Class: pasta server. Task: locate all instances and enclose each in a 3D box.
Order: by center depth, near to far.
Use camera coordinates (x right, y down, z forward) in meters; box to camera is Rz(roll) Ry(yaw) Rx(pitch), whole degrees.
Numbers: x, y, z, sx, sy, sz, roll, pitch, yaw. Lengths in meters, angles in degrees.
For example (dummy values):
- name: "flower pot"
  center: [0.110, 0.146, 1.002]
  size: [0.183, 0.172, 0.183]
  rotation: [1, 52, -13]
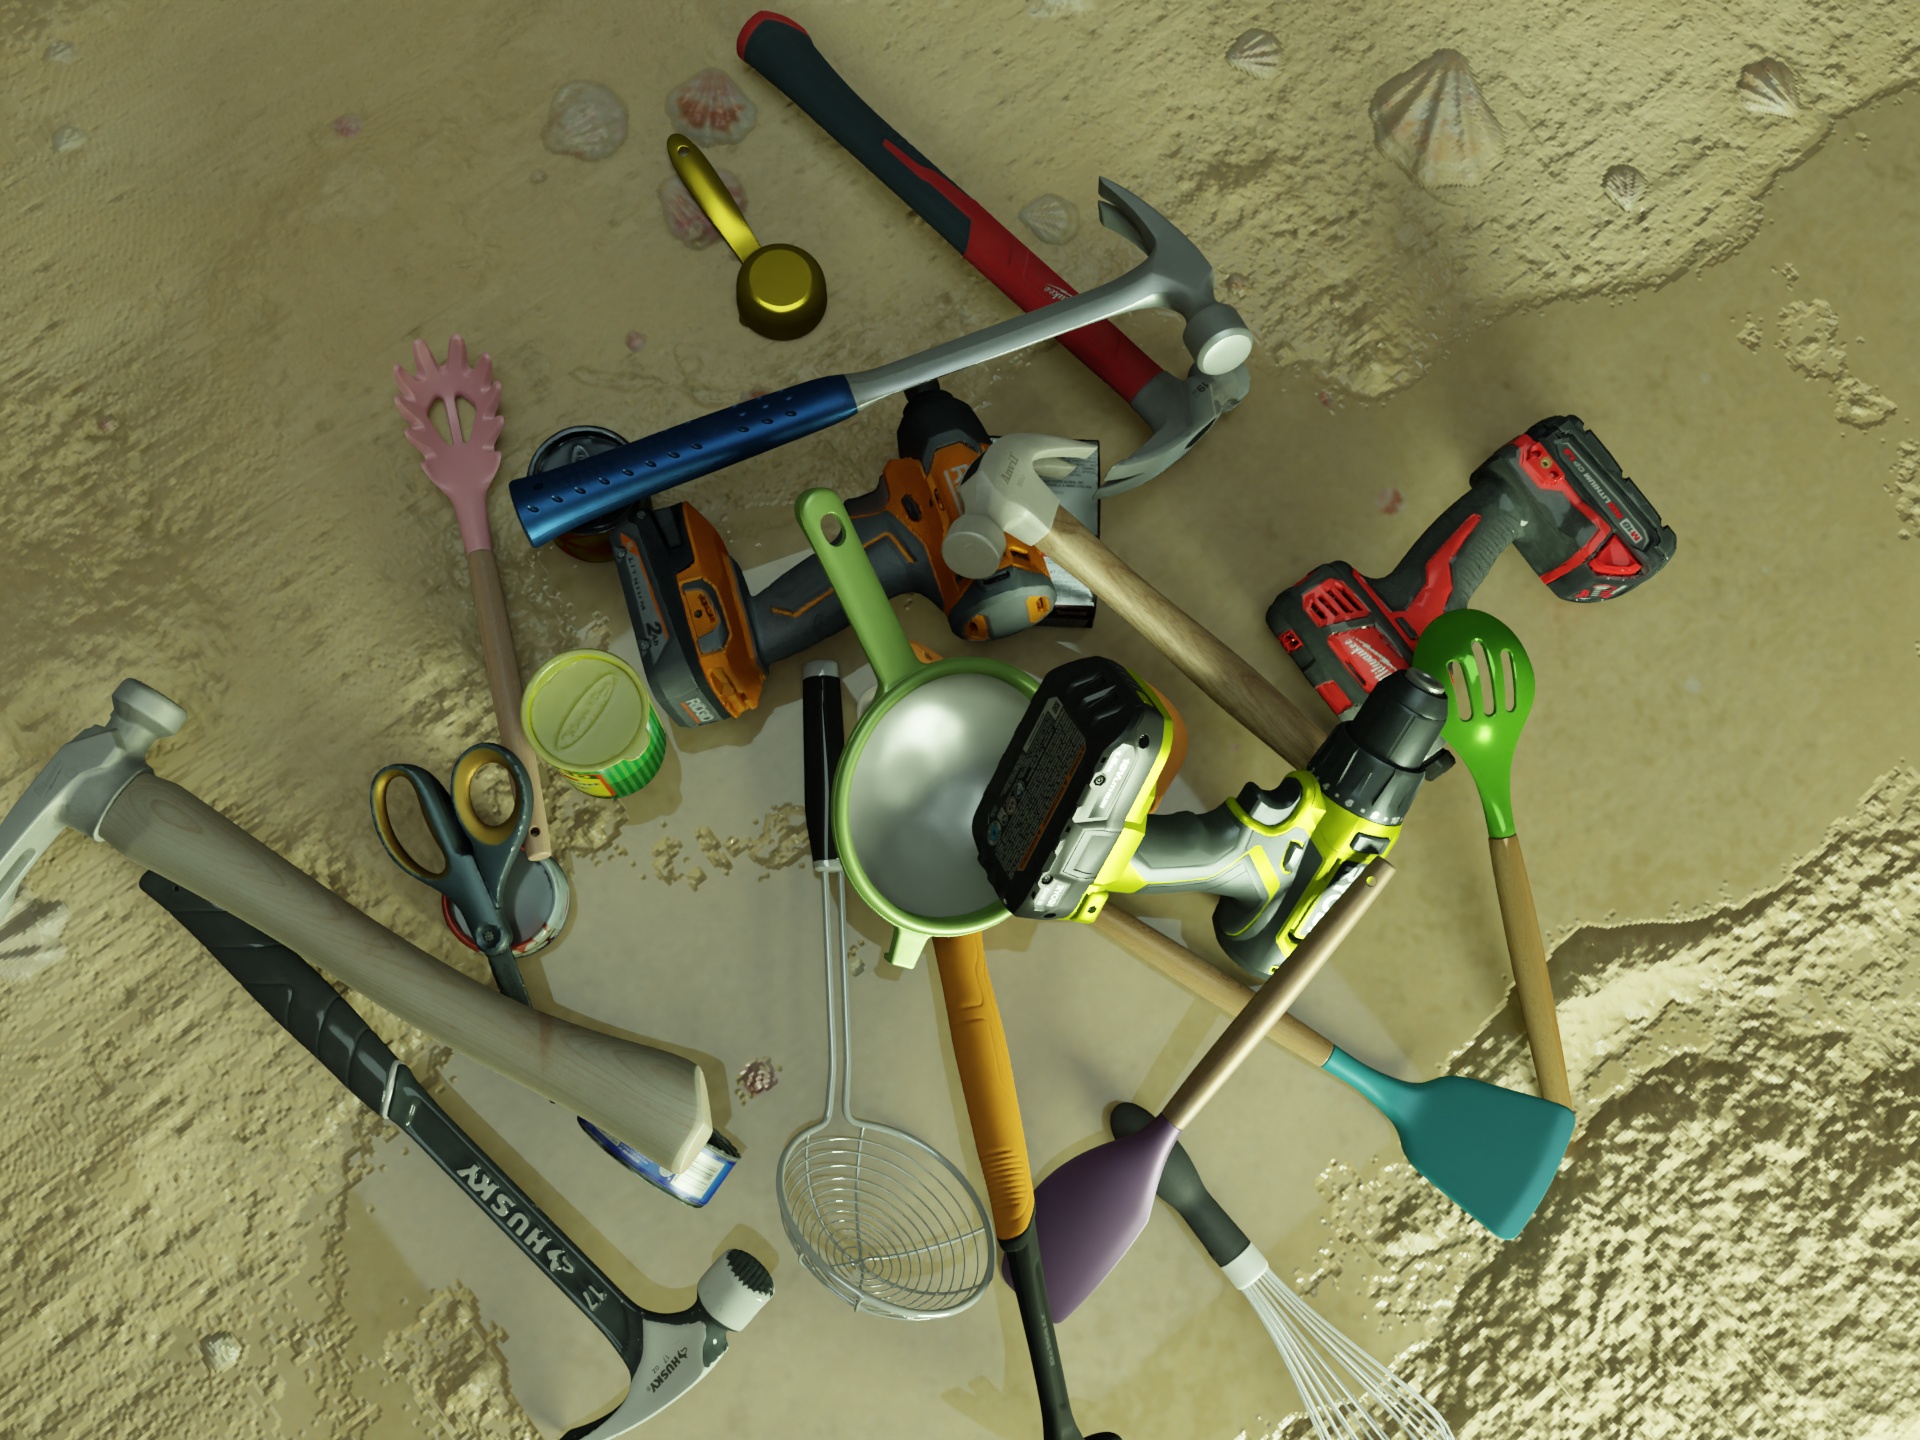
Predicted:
- name: "pasta server"
  center: [-0.271, -0.073, 0.909]
  size: [0.060, 0.040, 0.316]
  rotation: [-11, 73, -15]

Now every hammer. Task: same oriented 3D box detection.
- name: "hammer"
  center: [-0.314, 0.127, 0.820]
  size: [0.411, 0.038, 0.146]
  rotation: [27, 71, 11]
- name: "hammer"
  center: [0.021, 0.241, 0.843]
  size: [0.034, 0.127, 0.337]
  rotation: [-20, 68, 19]
- name: "hammer"
  center: [-0.293, 0.216, 0.853]
  size: [0.409, 0.036, 0.149]
  rotation: [42, 97, 8]
- name: "hammer"
  center: [-0.053, -0.189, 0.884]
  size: [0.405, 0.035, 0.144]
  rotation: [-21, 60, -5]
- name: "hammer"
  center: [0.131, -0.042, 0.896]
  size: [0.331, 0.031, 0.130]
  rotation: [38, 44, -20]
- name: "hammer"
  center: [-0.003, -0.296, 0.976]
  size: [0.386, 0.038, 0.143]
  rotation: [43, 55, 7]

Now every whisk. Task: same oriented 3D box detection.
- name: "whisk"
  center: [0.177, 0.326, 0.873]
  size: [0.070, 0.070, 0.285]
  rotation: [-38, 80, -11]

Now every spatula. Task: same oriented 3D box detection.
- name: "spatula"
  center: [0.130, 0.197, 0.867]
  size: [0.060, 0.018, 0.316]
  rotation: [40, 97, 15]
- name: "spatula"
  center: [0.191, 0.176, 0.910]
  size: [0.317, 0.044, 0.082]
  rotation: [31, 81, 3]

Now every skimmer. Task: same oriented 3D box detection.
- name: "skimmer"
  center: [-0.050, 0.135, 0.874]
  size: [0.127, 0.090, 0.363]
  rotation: [7, 72, -39]

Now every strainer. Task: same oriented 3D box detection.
- name: "strainer"
  center: [-0.035, -0.008, 0.847]
  size: [0.151, 0.069, 0.256]
  rotation: [-34, 112, -21]

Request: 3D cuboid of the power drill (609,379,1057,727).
- name: "power drill"
  center: [-0.076, -0.101, 0.906]
  size: [0.226, 0.084, 0.164]
  rotation: [-19, 70, 0]

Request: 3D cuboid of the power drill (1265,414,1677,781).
- name: "power drill"
  center: [0.308, -0.071, 0.958]
  size: [0.219, 0.078, 0.143]
  rotation: [-35, 83, -8]

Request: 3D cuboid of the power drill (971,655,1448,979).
- name: "power drill"
  center: [0.140, 0.042, 0.840]
  size: [0.228, 0.080, 0.190]
  rotation: [12, 117, -29]

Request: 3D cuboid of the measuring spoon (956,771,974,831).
- name: "measuring spoon"
  center: [0.057, 0.061, 0.939]
  size: [0.128, 0.021, 0.042]
  rotation: [17, 79, -11]

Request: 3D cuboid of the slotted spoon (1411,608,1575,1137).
- name: "slotted spoon"
  center: [0.318, 0.090, 0.912]
  size: [0.070, 0.031, 0.314]
  rotation: [-13, 95, -4]

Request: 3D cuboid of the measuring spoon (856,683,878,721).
- name: "measuring spoon"
  center: [-0.002, -0.003, 0.948]
  size: [0.124, 0.018, 0.034]
  rotation: [1, 84, -12]

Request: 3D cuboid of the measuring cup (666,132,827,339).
- name: "measuring cup"
  center: [-0.138, -0.307, 0.987]
  size: [0.062, 0.029, 0.156]
  rotation: [-33, 85, -11]

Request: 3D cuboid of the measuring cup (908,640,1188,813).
- name: "measuring cup"
  center: [0.052, -0.014, 0.920]
  size: [0.174, 0.095, 0.052]
  rotation: [34, 67, 11]
